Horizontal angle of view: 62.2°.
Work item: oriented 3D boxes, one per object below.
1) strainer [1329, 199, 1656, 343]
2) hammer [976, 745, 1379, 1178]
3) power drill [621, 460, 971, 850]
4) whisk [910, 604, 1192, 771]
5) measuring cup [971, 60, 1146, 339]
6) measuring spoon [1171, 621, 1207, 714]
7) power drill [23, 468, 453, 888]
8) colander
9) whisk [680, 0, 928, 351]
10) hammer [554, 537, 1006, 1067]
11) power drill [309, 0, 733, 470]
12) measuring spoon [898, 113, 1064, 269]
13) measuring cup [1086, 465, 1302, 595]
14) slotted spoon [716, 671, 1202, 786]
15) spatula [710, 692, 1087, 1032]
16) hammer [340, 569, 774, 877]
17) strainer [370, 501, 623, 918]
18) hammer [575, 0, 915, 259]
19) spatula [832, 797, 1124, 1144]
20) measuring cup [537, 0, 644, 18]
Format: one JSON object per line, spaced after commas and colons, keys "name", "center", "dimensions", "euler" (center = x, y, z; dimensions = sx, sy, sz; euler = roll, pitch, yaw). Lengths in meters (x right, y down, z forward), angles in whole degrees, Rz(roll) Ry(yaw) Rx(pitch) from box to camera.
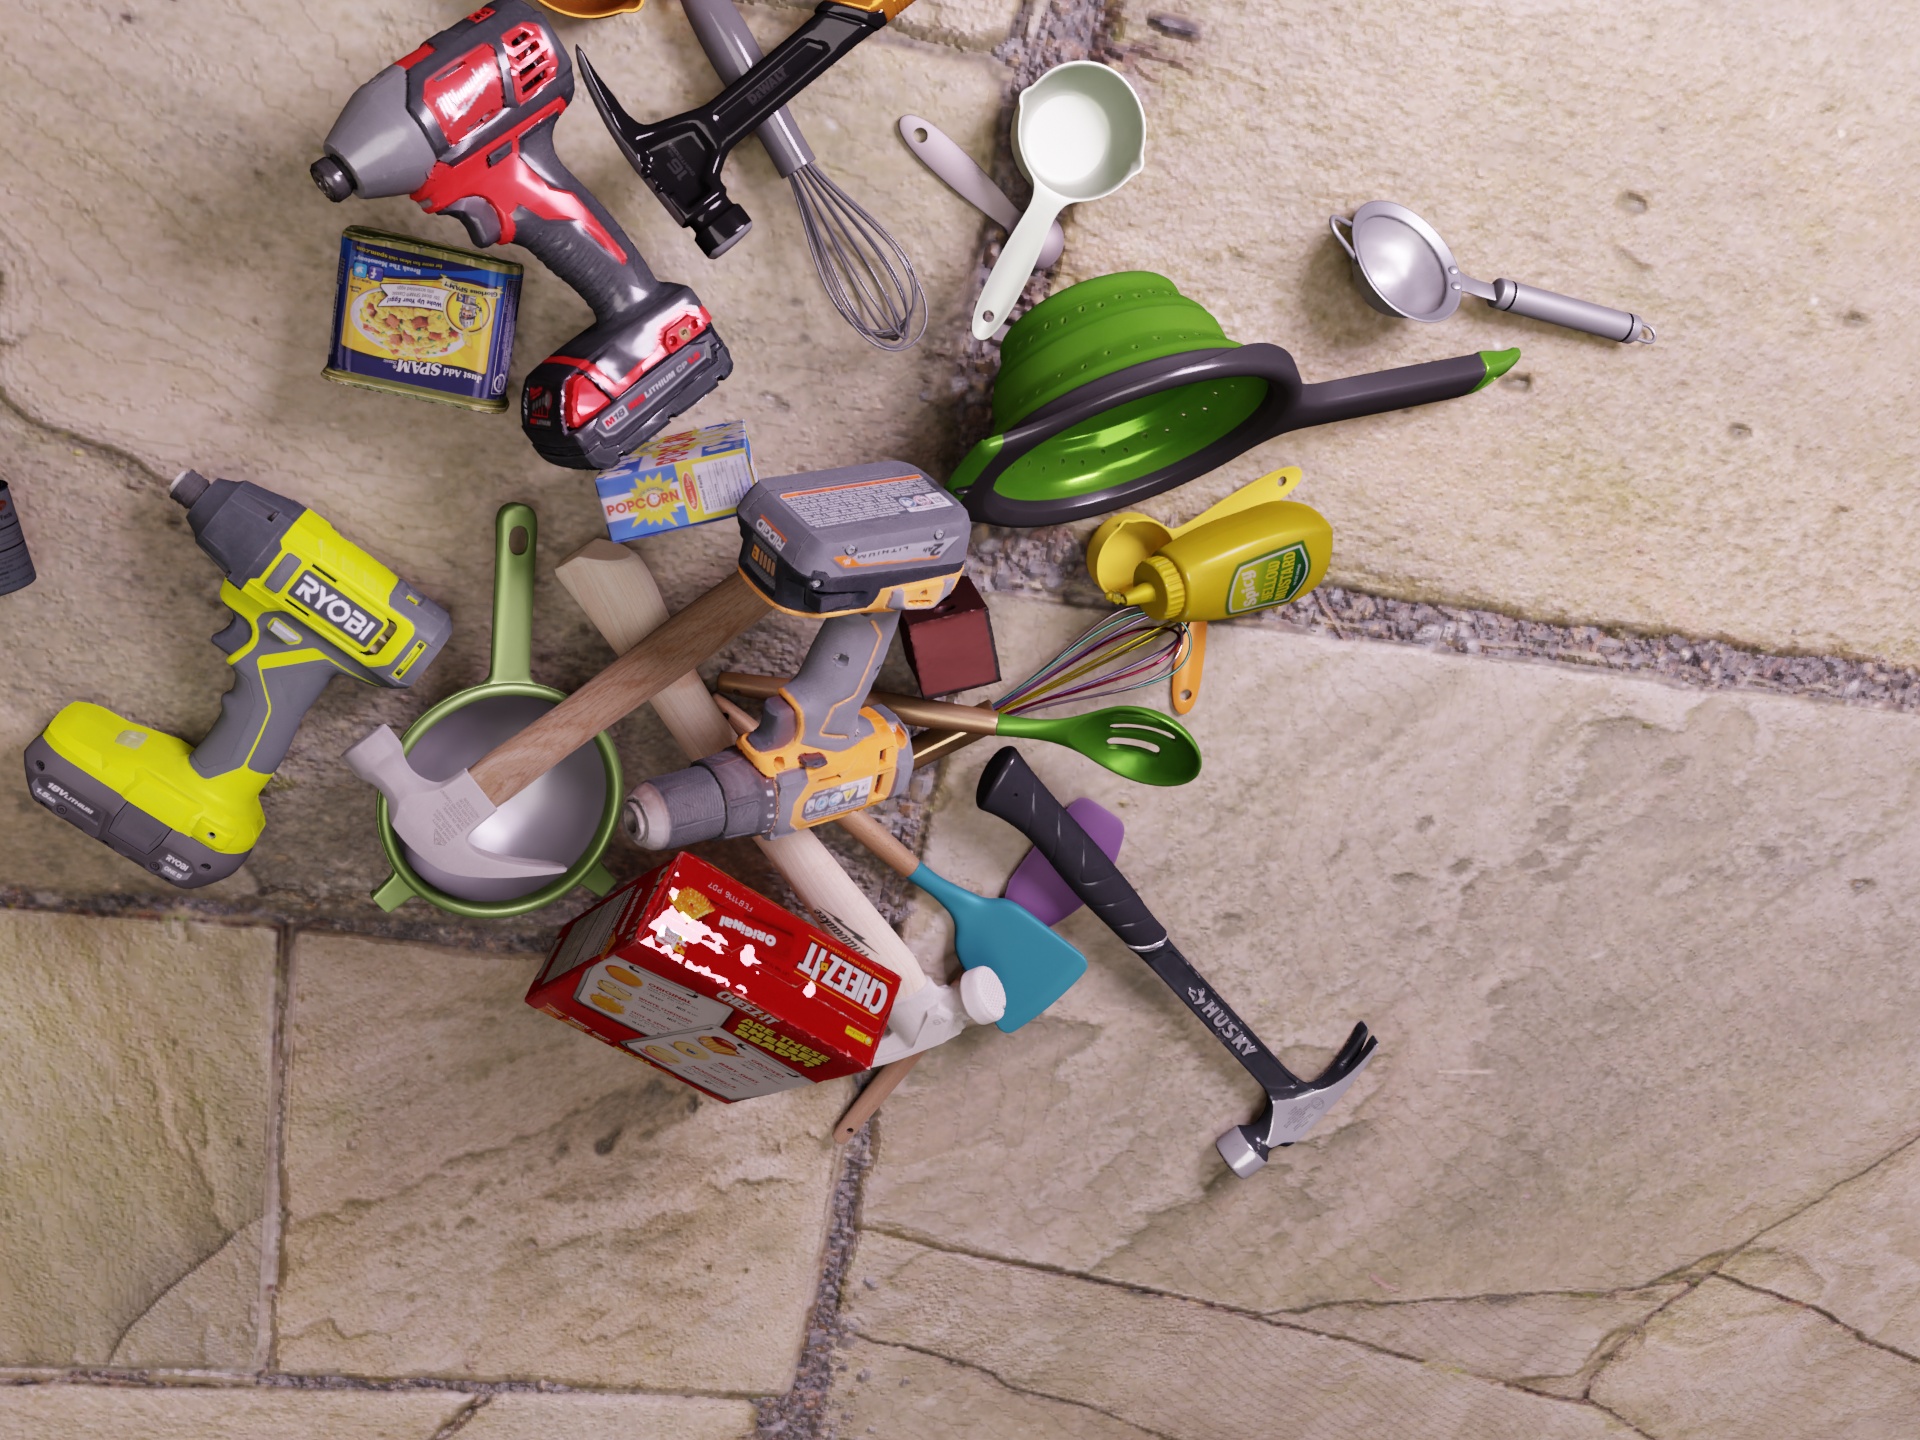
{"name": "strainer", "center": [0.331, -0.266, 0.995], "dimensions": [0.258, 0.050, 0.087], "euler": [9, 66, -18]}
{"name": "hammer", "center": [0.147, 0.164, 1.128], "dimensions": [0.149, 0.036, 0.408], "euler": [-39, 115, 6]}
{"name": "power drill", "center": [-0.096, -0.025, 0.902], "dimensions": [0.185, 0.084, 0.226], "euler": [-15, 136, -37]}
{"name": "whisk", "center": [0.044, -0.013, 1.051], "dimensions": [0.245, 0.047, 0.051], "euler": [-26, 113, 7]}
{"name": "measuring cup", "center": [0.045, -0.300, 0.929], "dimensions": [0.083, 0.038, 0.167], "euler": [25, 100, -16]}
{"name": "measuring spoon", "center": [0.157, -0.057, 1.064], "dimensions": [0.021, 0.011, 0.116], "euler": [1, 111, -10]}
{"name": "power drill", "center": [-0.440, -0.026, 0.950], "dimensions": [0.171, 0.080, 0.223], "euler": [39, 97, -21]}
{"name": "colander", "center": [0.162, -0.215, 0.959], "dimensions": [0.397, 0.204, 0.094], "euler": [-14, 79, -20]}
{"name": "whisk", "center": [-0.090, -0.318, 0.907], "dimensions": [0.055, 0.055, 0.238], "euler": [-31, 108, 4]}
{"name": "hammer", "center": [-0.135, 0.064, 1.039], "dimensions": [0.146, 0.038, 0.410], "euler": [-25, 111, 24]}
{"name": "power drill", "center": [-0.231, -0.249, 0.845], "dimensions": [0.143, 0.079, 0.219], "euler": [-43, 124, -21]}
{"name": "measuring spoon", "center": [0.013, -0.312, 0.938], "dimensions": [0.124, 0.018, 0.034], "euler": [37, 102, -19]}
{"name": "measuring cup", "center": [0.151, -0.130, 1.033], "dimensions": [0.156, 0.029, 0.062], "euler": [-29, 122, -10]}
{"name": "slotted spoon", "center": [-0.002, -0.003, 1.017], "dimensions": [0.314, 0.031, 0.070], "euler": [8, 141, 3]}
{"name": "spatula", "center": [-0.050, 0.089, 1.071], "dimensions": [0.317, 0.044, 0.082], "euler": [42, 107, -19]}
{"name": "hammer", "center": [-0.188, -0.027, 0.946], "dimensions": [0.331, 0.031, 0.130], "euler": [-37, 105, -11]}
{"name": "strainer", "center": [-0.288, -0.009, 0.983], "dimensions": [0.151, 0.069, 0.256], "euler": [-1, 103, -33]}
{"name": "hammer", "center": [-0.046, -0.404, 0.861], "dimensions": [0.337, 0.034, 0.127], "euler": [-39, 105, -2]}
{"name": "spatula", "center": [0.008, 0.186, 1.133], "dimensions": [0.059, 0.018, 0.316], "euler": [35, 101, -19]}
{"name": "measuring cup", "center": [-0.165, -0.443, 0.841], "dimensions": [0.173, 0.052, 0.095], "euler": [-35, 112, 4]}
